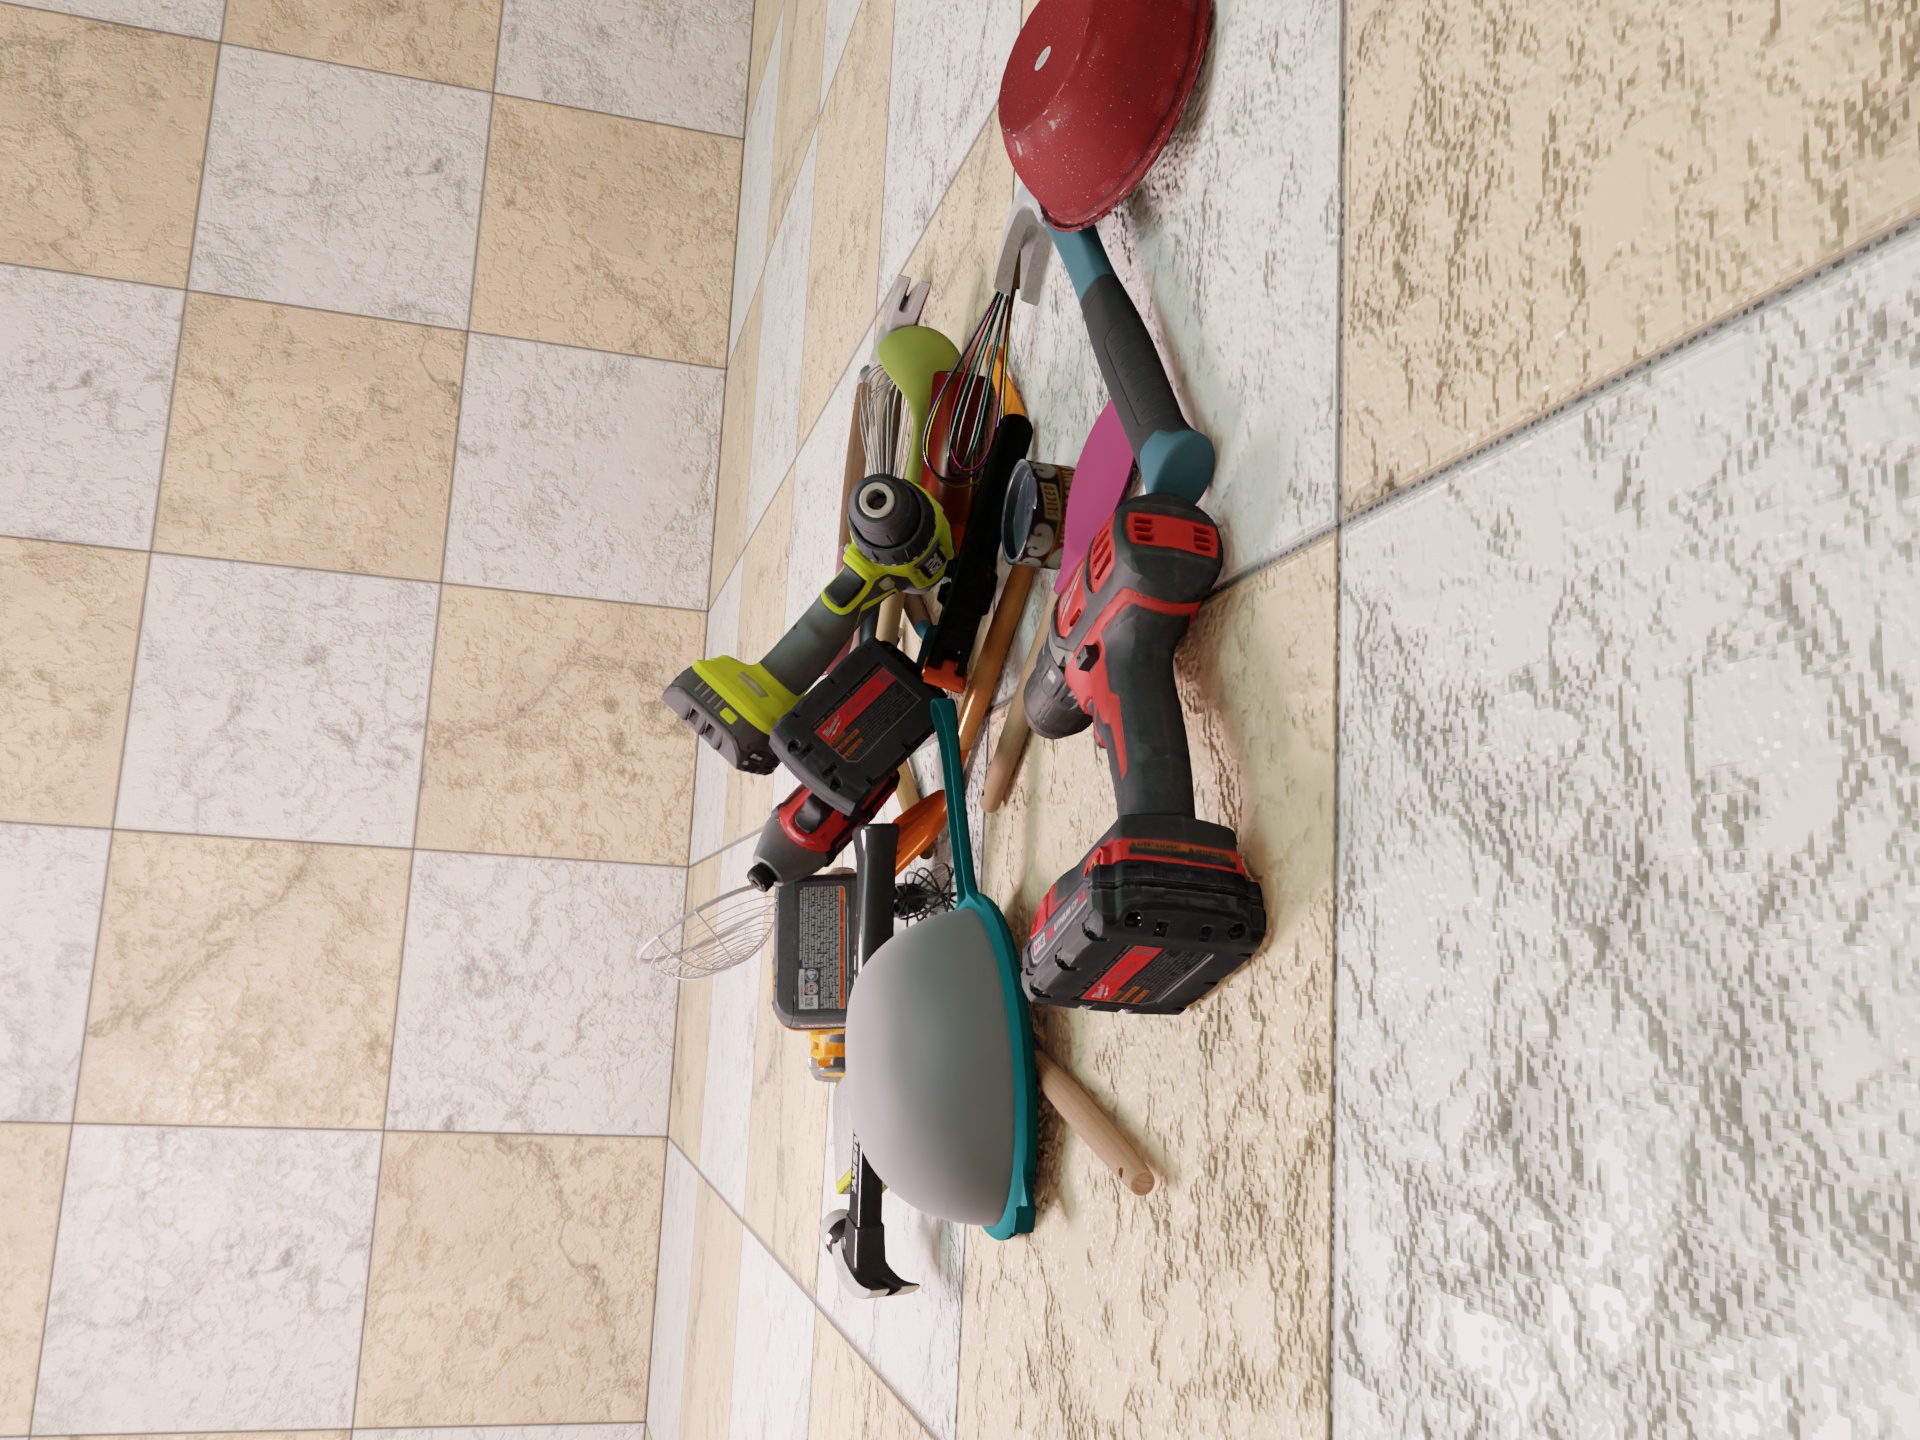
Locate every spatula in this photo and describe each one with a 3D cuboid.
[{"bbox_3d":[-0.002,-0.004,1.130,0.081,0.041,0.322,-79,6,-52],"label":"spatula"},{"bbox_3d":[-0.044,-0.089,1.315,0.318,0.044,0.082,-114,37,-64],"label":"spatula"},{"bbox_3d":[0.051,0.205,0.906,0.316,0.018,0.060,-158,71,-76],"label":"spatula"}]

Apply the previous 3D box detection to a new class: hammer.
[{"bbox_3d":[-0.061,0.236,1.110,0.146,0.035,0.335,-166,77,-70],"label":"hammer"},{"bbox_3d":[-0.068,-0.202,1.389,0.146,0.038,0.411,120,157,-54],"label":"hammer"},{"bbox_3d":[0.082,-0.231,0.886,0.128,0.033,0.331,-54,33,35],"label":"hammer"}]

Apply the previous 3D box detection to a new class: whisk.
[{"bbox_3d":[0.030,-0.279,1.104,0.047,0.051,0.245,27,108,31],"label":"whisk"},{"bbox_3d":[-0.057,-0.170,1.296,0.070,0.070,0.285,132,145,-66],"label":"whisk"},{"bbox_3d":[-0.036,0.138,1.210,0.239,0.055,0.055,148,126,-77],"label":"whisk"}]

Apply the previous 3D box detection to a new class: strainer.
[{"bbox_3d":[-0.029,0.153,0.996,0.211,0.095,0.340,130,136,-72],"label":"strainer"}]

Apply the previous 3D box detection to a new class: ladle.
[{"bbox_3d":[-0.049,-0.158,1.250,0.062,0.078,0.320,-1,77,52],"label":"ladle"},{"bbox_3d":[-0.059,0.023,1.365,0.316,0.031,0.069,-112,34,-56],"label":"ladle"}]

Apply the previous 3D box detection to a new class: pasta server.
[{"bbox_3d":[-0.101,-0.167,1.341,0.060,0.040,0.316,-40,38,49],"label":"pasta server"}]

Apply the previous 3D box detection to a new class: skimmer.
[{"bbox_3d":[-0.153,0.057,1.343,0.127,0.090,0.363,114,180,-66],"label":"skimmer"}]

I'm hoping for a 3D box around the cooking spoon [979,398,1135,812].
[{"bbox_3d":[0.057,-0.059,0.974,0.069,0.017,0.318,-105,26,-46],"label":"cooking spoon"}]

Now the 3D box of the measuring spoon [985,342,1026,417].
[{"bbox_3d":[0.036,-0.236,1.139,0.117,0.011,0.021,-106,31,-46],"label":"measuring spoon"}]

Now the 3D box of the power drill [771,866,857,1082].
[{"bbox_3d":[-0.102,0.188,1.302,0.226,0.084,0.185,87,-179,-67],"label":"power drill"}]

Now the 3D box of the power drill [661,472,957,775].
[{"bbox_3d":[-0.097,-0.073,1.102,0.228,0.080,0.190,-48,-7,1],"label":"power drill"}]

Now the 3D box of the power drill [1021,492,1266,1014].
[{"bbox_3d":[0.074,0.026,0.778,0.187,0.080,0.227,120,154,-58],"label":"power drill"}]

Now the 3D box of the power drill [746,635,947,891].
[{"bbox_3d":[-0.091,0.044,1.145,0.143,0.078,0.219,-45,-7,-27],"label":"power drill"}]
